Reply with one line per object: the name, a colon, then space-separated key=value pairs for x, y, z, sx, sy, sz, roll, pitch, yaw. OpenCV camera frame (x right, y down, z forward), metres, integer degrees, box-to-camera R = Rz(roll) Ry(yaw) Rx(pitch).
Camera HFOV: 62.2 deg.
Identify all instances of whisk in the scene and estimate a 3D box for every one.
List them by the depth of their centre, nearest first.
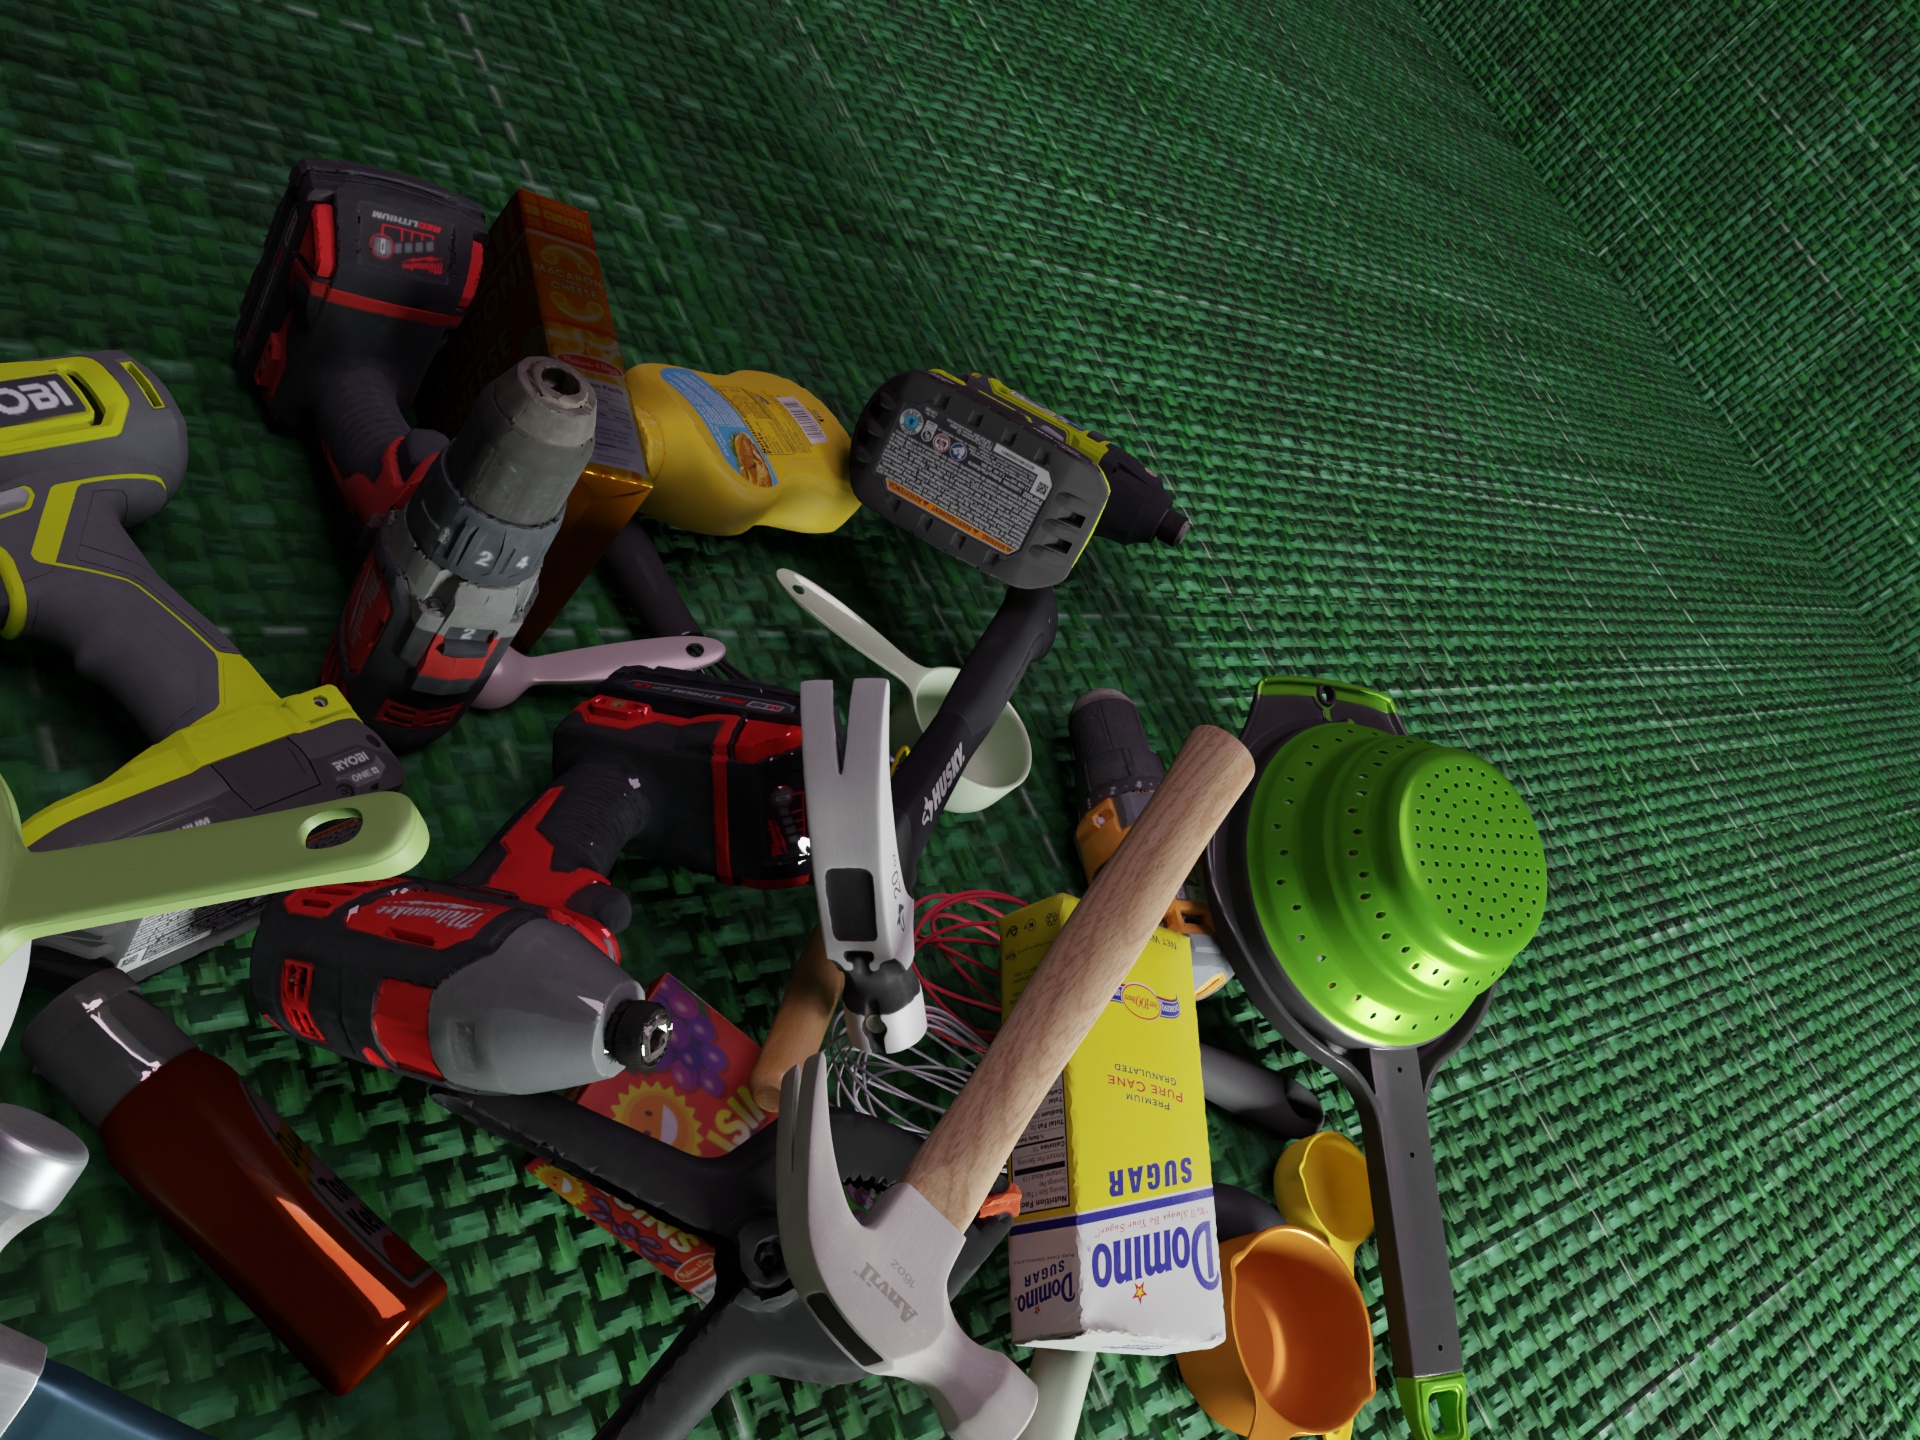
whisk: x=0.025 y=0.300 z=0.614 sx=0.246 sy=0.058 sz=0.059 roll=-61 pitch=139 yaw=-54
whisk: x=-0.051 y=0.080 z=0.700 sx=0.051 sy=0.047 sz=0.245 roll=35 pitch=29 yaw=-8
whisk: x=0.053 y=0.194 z=0.718 sx=0.284 sy=0.070 sz=0.070 roll=30 pitch=41 yaw=-29
whisk: x=-0.130 y=-0.039 z=0.757 sx=0.055 sy=0.055 sz=0.239 roll=-14 pitch=63 yaw=-48
whisk: x=0.082 y=0.156 z=0.782 sx=0.295 sy=0.073 sz=0.073 roll=29 pitch=41 yaw=-32

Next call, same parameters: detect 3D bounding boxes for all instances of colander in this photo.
colander: x=0.238 y=0.155 z=0.800 sx=0.204 sy=0.094 sz=0.397 roll=6 pitch=70 yaw=-31

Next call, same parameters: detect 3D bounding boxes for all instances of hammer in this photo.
hammer: x=-0.161 y=0.242 z=0.454 sx=0.330 sy=0.033 sz=0.128 roll=38 pitch=78 yaw=-23
hammer: x=0.041 y=0.104 z=0.622 sx=0.130 sy=0.031 sz=0.331 roll=45 pitch=47 yaw=-5
hammer: x=-0.001 y=-0.002 z=0.737 sx=0.335 sy=0.035 sz=0.146 roll=-59 pitch=144 yaw=-62

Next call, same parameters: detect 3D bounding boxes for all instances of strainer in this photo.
strainer: x=-0.266 y=0.066 z=0.439 sx=0.256 sy=0.069 sz=0.152 roll=-11 pitch=53 yaw=-1

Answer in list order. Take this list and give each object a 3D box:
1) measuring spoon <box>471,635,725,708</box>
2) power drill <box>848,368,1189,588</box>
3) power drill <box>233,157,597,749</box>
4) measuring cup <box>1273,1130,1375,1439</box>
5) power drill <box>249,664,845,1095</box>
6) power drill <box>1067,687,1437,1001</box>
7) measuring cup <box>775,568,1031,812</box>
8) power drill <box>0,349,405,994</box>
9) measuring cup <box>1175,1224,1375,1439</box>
measuring spoon: x=-0.164 y=-0.029 z=0.704 sx=0.124 sy=0.018 sz=0.034 roll=-8 pitch=59 yaw=-22
power drill: x=0.041 y=-0.141 z=0.913 sx=0.171 sy=0.080 sz=0.223 roll=30 pitch=18 yaw=10
power drill: x=-0.218 y=-0.126 z=0.640 sx=0.080 sy=0.188 sz=0.227 roll=3 pitch=51 yaw=-41
measuring cup: x=0.179 y=0.284 z=0.792 sx=0.062 sy=0.029 sz=0.157 roll=27 pitch=54 yaw=-26
power drill: x=-0.130 y=0.058 z=0.586 sx=0.143 sy=0.078 sz=0.220 roll=9 pitch=25 yaw=20
power drill: x=0.161 y=0.075 z=0.908 sx=0.226 sy=0.084 sz=0.186 roll=10 pitch=51 yaw=-32
measuring cup: x=-0.038 y=-0.015 z=0.831 sx=0.167 sy=0.038 sz=0.083 roll=39 pitch=39 yaw=-7
power drill: x=-0.321 y=-0.025 z=0.542 sx=0.228 sy=0.080 sz=0.190 roll=50 pitch=38 yaw=8
measuring cup: x=0.120 y=0.304 z=0.693 sx=0.095 sy=0.052 sz=0.174 roll=44 pitch=48 yaw=-10
